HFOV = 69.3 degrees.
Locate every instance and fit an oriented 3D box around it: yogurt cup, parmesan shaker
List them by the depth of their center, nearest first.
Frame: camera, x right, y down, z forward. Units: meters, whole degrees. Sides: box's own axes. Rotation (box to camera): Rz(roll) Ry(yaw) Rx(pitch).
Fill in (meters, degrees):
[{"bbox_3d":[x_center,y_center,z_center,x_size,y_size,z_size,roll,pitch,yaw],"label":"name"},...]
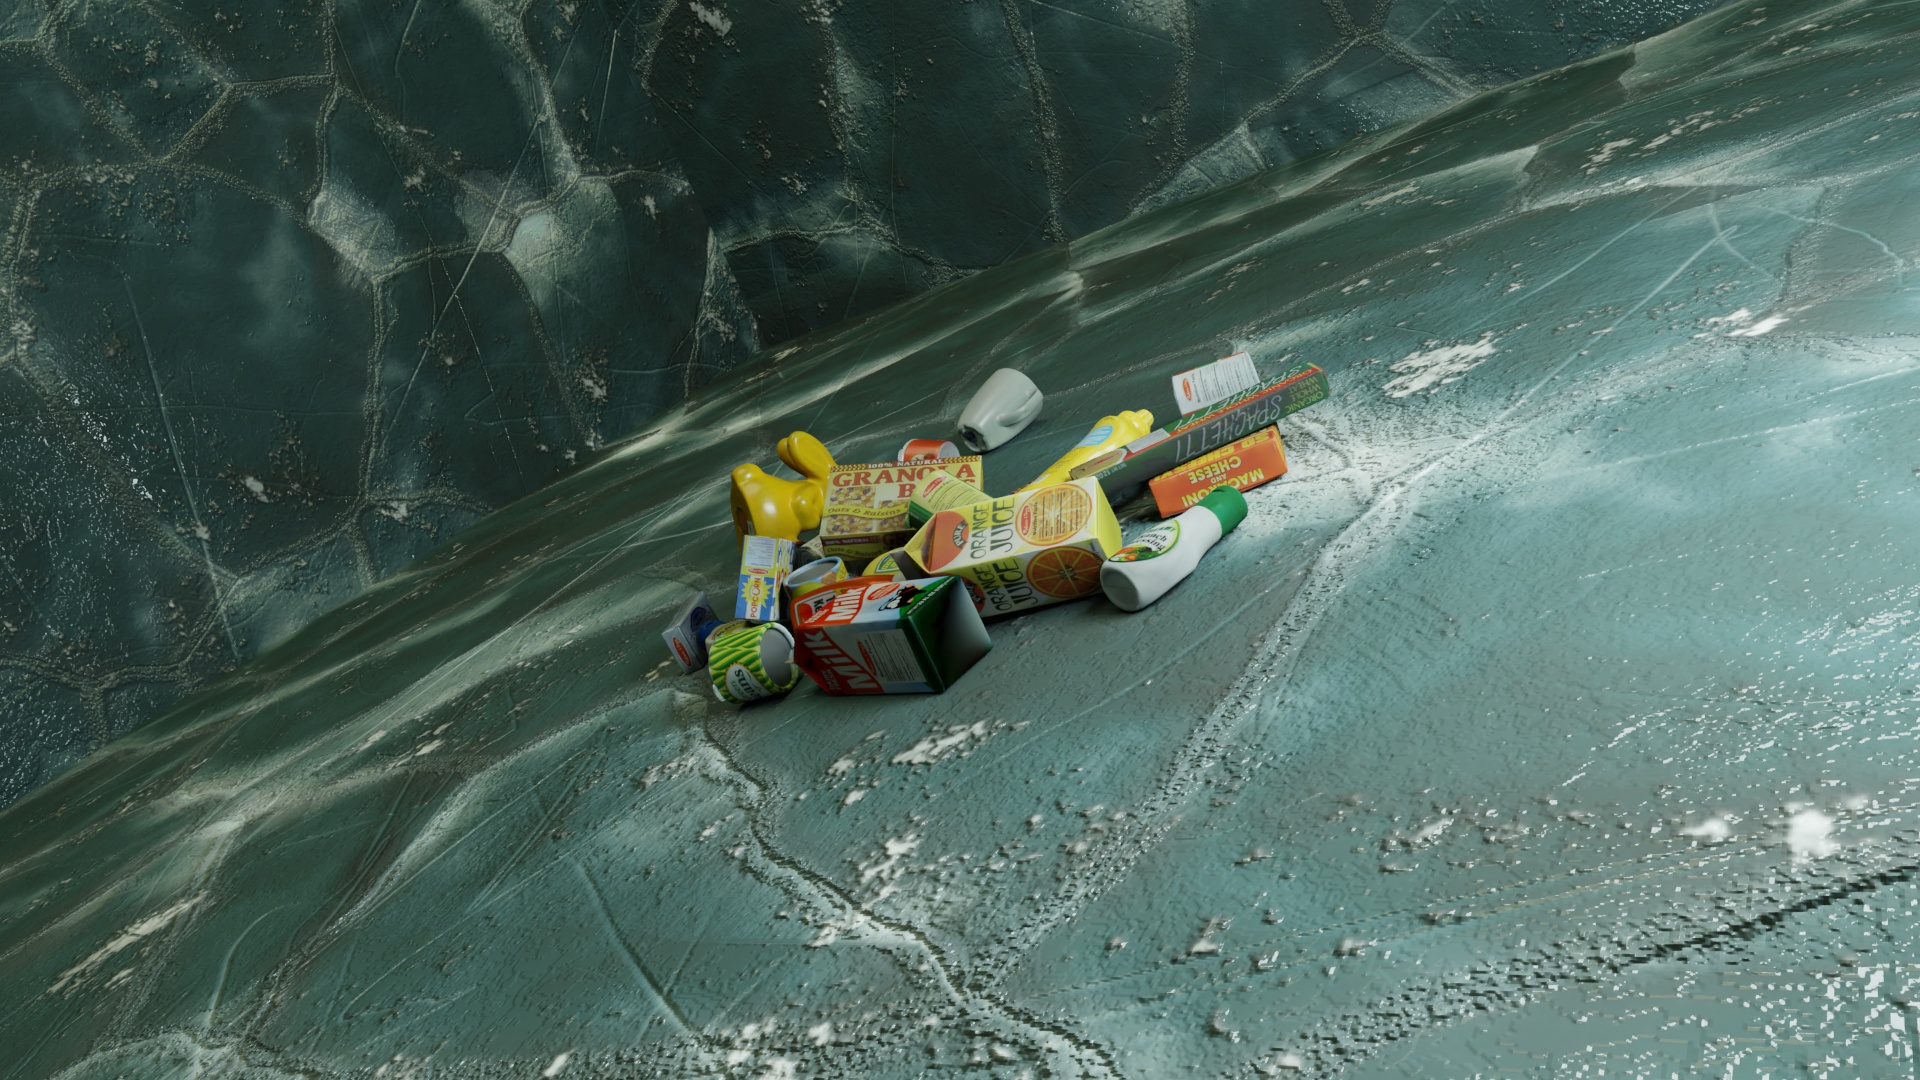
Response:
[{"bbox_3d":[0.005,-0.017,1.360,0.071,0.071,0.103,-34,48,-31],"label":"parmesan shaker"},{"bbox_3d":[-0.035,-0.096,1.741,0.054,0.072,0.073,-3,25,33],"label":"yogurt cup"}]

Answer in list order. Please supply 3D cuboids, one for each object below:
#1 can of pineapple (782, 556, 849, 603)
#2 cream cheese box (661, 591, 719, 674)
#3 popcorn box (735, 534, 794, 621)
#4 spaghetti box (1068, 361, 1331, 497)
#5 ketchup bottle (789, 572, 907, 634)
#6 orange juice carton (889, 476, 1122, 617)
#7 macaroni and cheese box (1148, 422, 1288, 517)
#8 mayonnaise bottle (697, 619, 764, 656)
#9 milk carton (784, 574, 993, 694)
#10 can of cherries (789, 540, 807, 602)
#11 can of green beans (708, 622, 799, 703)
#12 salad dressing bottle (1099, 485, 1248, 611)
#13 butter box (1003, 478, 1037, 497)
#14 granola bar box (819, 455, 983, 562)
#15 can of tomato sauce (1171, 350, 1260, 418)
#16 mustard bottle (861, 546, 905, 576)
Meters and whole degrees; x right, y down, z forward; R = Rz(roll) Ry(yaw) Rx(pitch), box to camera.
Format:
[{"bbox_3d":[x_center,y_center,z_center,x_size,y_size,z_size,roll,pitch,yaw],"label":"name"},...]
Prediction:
[{"bbox_3d":[-0.139,0.056,1.414,0.071,0.057,0.071,-20,17,6],"label":"can of pineapple"},{"bbox_3d":[-0.289,0.098,1.506,0.024,0.053,0.104,-23,16,12],"label":"cream cheese box"},{"bbox_3d":[-0.200,0.039,1.435,0.038,0.085,0.126,7,-2,1],"label":"popcorn box"},{"bbox_3d":[0.222,-0.100,1.294,0.250,0.028,0.050,-24,16,3],"label":"spaghetti box"},{"bbox_3d":[-0.086,0.061,1.304,0.148,0.065,0.043,-21,-9,21],"label":"ketchup bottle"},{"bbox_3d":[0.038,0.013,1.203,0.192,0.071,0.073,-13,46,19],"label":"orange juice carton"},{"bbox_3d":[0.247,-0.084,1.336,0.123,0.040,0.167,-21,16,16],"label":"macaroni and cheese box"},{"bbox_3d":[-0.227,0.106,1.414,0.065,0.041,0.148,-30,17,-25],"label":"mayonnaise bottle"},{"bbox_3d":[-0.072,0.084,1.203,0.190,0.073,0.073,-9,22,45],"label":"milk carton"},{"bbox_3d":[-0.195,0.038,1.541,0.058,0.071,0.072,-11,20,35],"label":"can of cherries"},{"bbox_3d":[-0.191,0.114,1.293,0.057,0.071,0.071,-16,18,27],"label":"can of green beans"},{"bbox_3d":[0.180,0.003,1.150,0.148,0.044,0.064,-34,20,-31],"label":"salad dressing bottle"},{"bbox_3d":[0.079,-0.045,1.482,0.104,0.024,0.053,-28,17,-12],"label":"butter box"},{"bbox_3d":[-0.059,-0.034,1.472,0.165,0.038,0.125,-4,39,5],"label":"granola bar box"},{"bbox_3d":[0.277,-0.159,1.487,0.083,0.071,0.071,-18,17,19],"label":"can of tomato sauce"},{"bbox_3d":[-0.029,0.034,1.343,0.160,0.048,0.065,-5,30,49],"label":"mustard bottle"}]
